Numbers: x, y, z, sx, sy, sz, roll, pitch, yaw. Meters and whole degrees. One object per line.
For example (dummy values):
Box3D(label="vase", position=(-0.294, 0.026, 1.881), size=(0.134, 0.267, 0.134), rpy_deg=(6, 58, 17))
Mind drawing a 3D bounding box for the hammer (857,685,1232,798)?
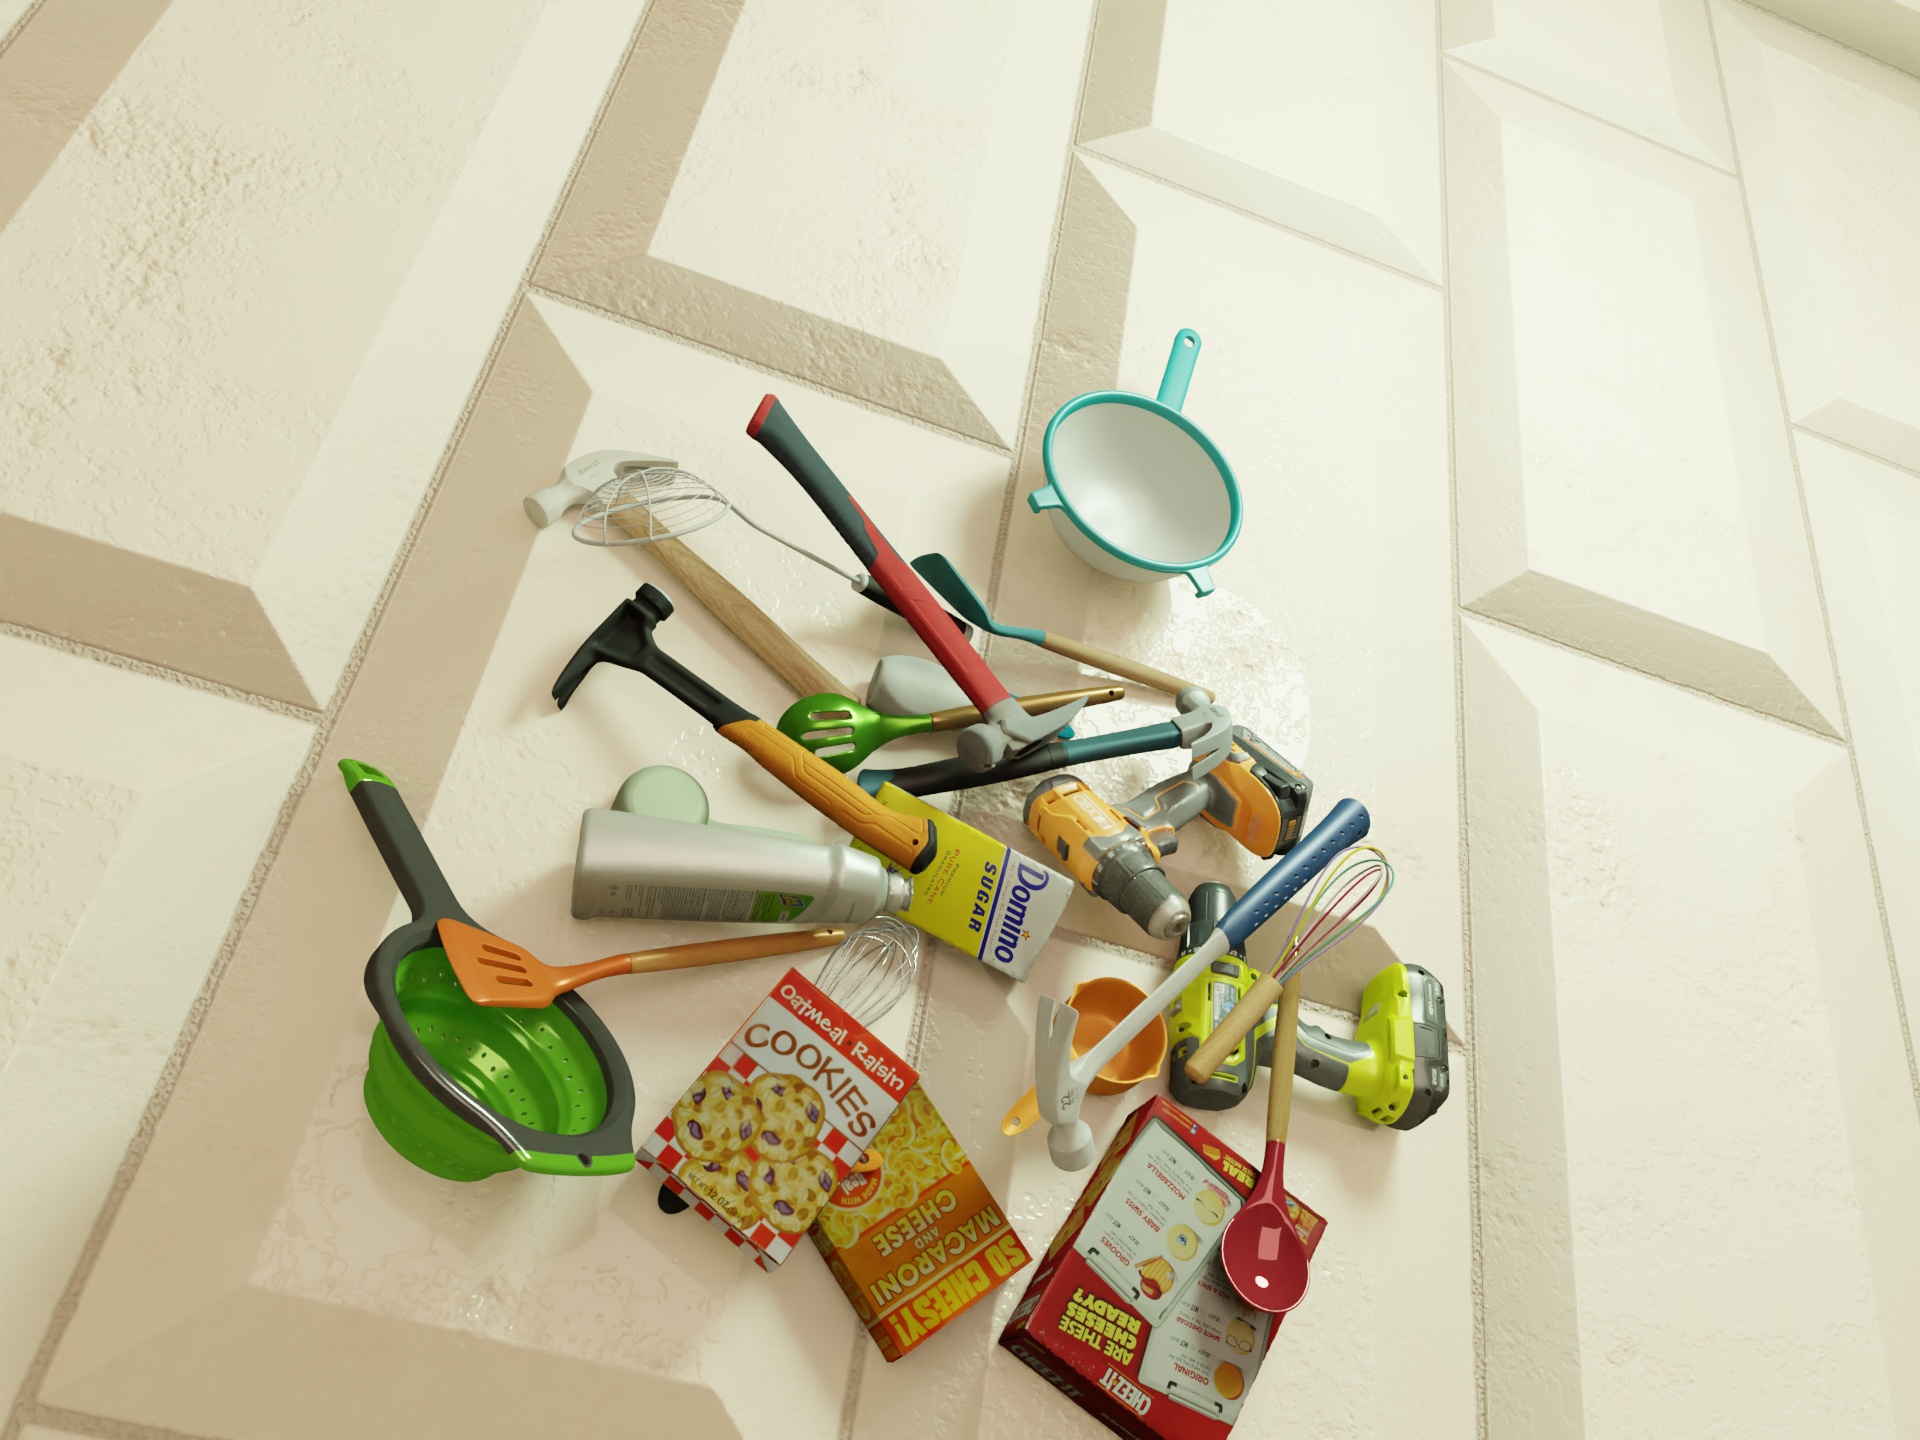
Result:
Box3D(label="hammer", position=(0.073, 0.031, 1.349), size=(0.331, 0.033, 0.128), rpy_deg=(-10, 23, -9))

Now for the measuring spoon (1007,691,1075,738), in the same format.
Box3D(label="measuring spoon", position=(0.049, -0.020, 1.428), size=(0.128, 0.021, 0.042), rpy_deg=(28, 55, -2))

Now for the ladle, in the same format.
Box3D(label="ladle", position=(0.243, 0.300, 1.219), size=(0.069, 0.031, 0.316), rpy_deg=(18, 53, -4))

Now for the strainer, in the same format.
Box3D(label="strainer", position=(0.178, -0.258, 1.580), size=(0.211, 0.095, 0.341), rpy_deg=(26, 53, -8))

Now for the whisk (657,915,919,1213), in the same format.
Box3D(label="whisk", position=(-0.124, 0.252, 1.180), size=(0.070, 0.070, 0.285), rpy_deg=(40, 59, 5))

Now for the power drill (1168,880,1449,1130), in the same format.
Box3D(label="power drill", position=(0.284, 0.241, 1.330), size=(0.228, 0.080, 0.191), rpy_deg=(14, 57, -10))

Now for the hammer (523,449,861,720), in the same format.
Box3D(label="hammer", position=(-0.215, -0.116, 1.380), size=(0.331, 0.031, 0.130), rpy_deg=(42, 55, 6))

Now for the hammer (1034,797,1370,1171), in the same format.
Box3D(label="hammer", position=(0.198, 0.175, 1.247), size=(0.035, 0.144, 0.405), rpy_deg=(20, 43, 41))

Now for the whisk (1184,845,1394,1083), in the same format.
Box3D(label="whisk", position=(0.265, 0.195, 1.264), size=(0.245, 0.047, 0.051), rpy_deg=(-46, 49, -15))

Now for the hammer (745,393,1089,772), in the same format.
Box3D(label="hammer", position=(-0.049, -0.130, 1.351), size=(0.143, 0.038, 0.386), rpy_deg=(-24, 71, -45))

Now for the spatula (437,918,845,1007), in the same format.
Box3D(label="spatula", position=(-0.219, 0.169, 1.162), size=(0.322, 0.041, 0.081), rpy_deg=(-2, 39, -37))

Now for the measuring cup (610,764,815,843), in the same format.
Box3D(label="measuring cup", position=(-0.193, 0.080, 1.264), size=(0.167, 0.038, 0.083), rpy_deg=(12, 57, -12))

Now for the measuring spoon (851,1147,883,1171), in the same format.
Box3D(label="measuring spoon", position=(-0.111, 0.305, 1.129), size=(0.117, 0.011, 0.021), rpy_deg=(11, 58, -11))

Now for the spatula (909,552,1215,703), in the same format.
Box3D(label="spatula", position=(0.101, -0.077, 1.456), size=(0.317, 0.082, 0.044), rpy_deg=(19, 82, -19))

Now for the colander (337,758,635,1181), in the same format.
Box3D(label="colander", position=(-0.371, 0.184, 1.103), size=(0.397, 0.094, 0.204), rpy_deg=(49, 13, 32))

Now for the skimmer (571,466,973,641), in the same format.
Box3D(label="skimmer", position=(-0.149, -0.118, 1.359), size=(0.363, 0.127, 0.090), rpy_deg=(26, 95, -30))

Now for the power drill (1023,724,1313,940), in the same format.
Box3D(label="power drill", position=(0.192, 0.095, 1.347), size=(0.226, 0.084, 0.186), rpy_deg=(-15, 40, -27))

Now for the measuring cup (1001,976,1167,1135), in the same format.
Box3D(label="measuring cup", position=(0.086, 0.275, 1.248), size=(0.173, 0.052, 0.095), rpy_deg=(-35, 77, -32))

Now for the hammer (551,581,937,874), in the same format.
Box3D(label="hammer", position=(-0.163, 0.022, 1.260), size=(0.337, 0.034, 0.127), rpy_deg=(34, 68, 14))

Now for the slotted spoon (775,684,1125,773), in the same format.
Box3D(label="slotted spoon", position=(-0.002, -0.004, 1.352), size=(0.313, 0.031, 0.070), rpy_deg=(-8, 86, -20))
